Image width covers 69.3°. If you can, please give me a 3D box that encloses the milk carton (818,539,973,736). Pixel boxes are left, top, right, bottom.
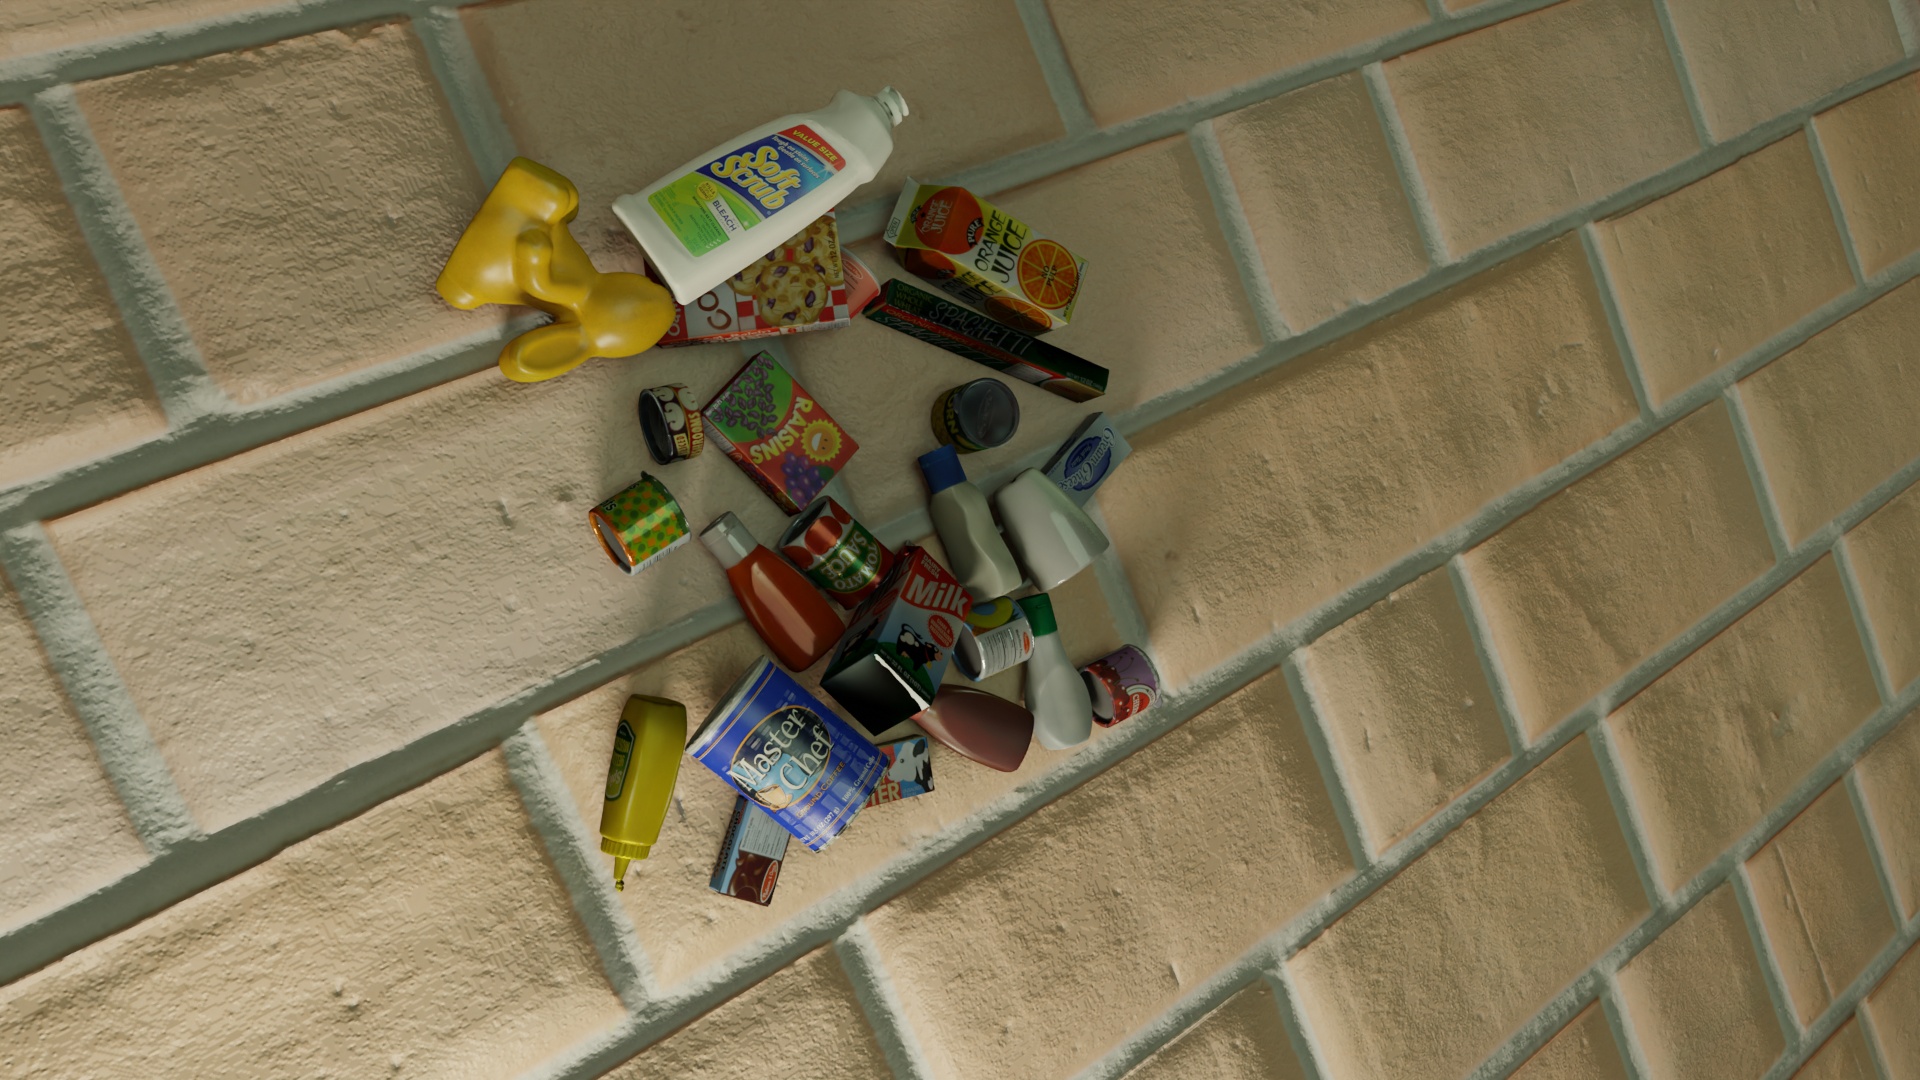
[{"bbox_3d":[-0.049,0.075,1.231,0.072,0.073,0.191,46,35,-16],"label":"milk carton"}]

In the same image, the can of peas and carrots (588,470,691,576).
[{"bbox_3d":[-0.268,-0.014,1.153,0.059,0.071,0.071,-35,102,-25],"label":"can of peas and carrots"}]

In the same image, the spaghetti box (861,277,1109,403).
[{"bbox_3d":[0.028,-0.189,1.334,0.250,0.050,0.029,19,75,-25],"label":"spaghetti box"}]

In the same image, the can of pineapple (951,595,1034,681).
[{"bbox_3d":[0.026,0.091,1.299,0.058,0.071,0.071,-21,95,-27],"label":"can of pineapple"}]

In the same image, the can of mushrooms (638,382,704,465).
[{"bbox_3d":[-0.243,-0.097,1.171,0.033,0.071,0.071,-16,93,-29],"label":"can of mushrooms"}]

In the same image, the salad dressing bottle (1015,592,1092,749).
[{"bbox_3d":[0.086,0.125,1.339,0.064,0.044,0.147,-15,91,-26],"label":"salad dressing bottle"}]

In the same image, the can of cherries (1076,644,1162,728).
[{"bbox_3d":[0.155,0.144,1.357,0.058,0.071,0.071,-22,96,-27],"label":"can of cherries"}]

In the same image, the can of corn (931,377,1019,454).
[{"bbox_3d":[0.011,-0.118,1.313,0.071,0.058,0.071,3,85,-28],"label":"can of corn"}]

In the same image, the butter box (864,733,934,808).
[{"bbox_3d":[-0.076,0.212,1.255,0.104,0.024,0.053,-10,89,-28],"label":"butter box"}]

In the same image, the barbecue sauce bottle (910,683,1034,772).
[{"bbox_3d":[-0.005,0.162,1.287,0.148,0.043,0.065,26,73,-23],"label":"barbecue sauce bottle"}]

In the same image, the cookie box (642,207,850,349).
[{"bbox_3d":[-0.186,-0.237,1.198,0.168,0.040,0.123,-8,88,-5],"label":"cookie box"}]

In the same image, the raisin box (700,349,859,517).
[{"bbox_3d":[-0.163,-0.094,1.231,0.123,0.040,0.086,46,66,-16],"label":"raisin box"}]

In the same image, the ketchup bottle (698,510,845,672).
[{"bbox_3d":[-0.167,0.042,1.212,0.065,0.043,0.148,-44,105,-26],"label":"ketchup bottle"}]

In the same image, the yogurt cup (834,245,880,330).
[{"bbox_3d":[-0.114,-0.228,1.256,0.072,0.072,0.054,42,77,-18],"label":"yogurt cup"}]

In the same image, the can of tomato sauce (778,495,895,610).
[{"bbox_3d":[-0.109,0.011,1.231,0.083,0.071,0.071,44,68,-17],"label":"can of tomato sauce"}]

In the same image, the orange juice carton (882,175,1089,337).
[{"bbox_3d":[0.019,-0.272,1.324,0.192,0.073,0.072,25,75,-23],"label":"orange juice carton"}]

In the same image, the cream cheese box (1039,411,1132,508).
[{"bbox_3d":[0.122,-0.075,1.387,0.053,0.024,0.104,49,66,-17],"label":"cream cheese box"}]

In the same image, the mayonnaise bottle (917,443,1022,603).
[{"bbox_3d":[0.005,-0.016,1.300,0.041,0.064,0.148,-24,93,-38],"label":"mayonnaise bottle"}]

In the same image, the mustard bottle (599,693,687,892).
[{"bbox_3d":[-0.264,0.208,1.136,0.049,0.065,0.160,15,82,-30],"label":"mustard bottle"}]

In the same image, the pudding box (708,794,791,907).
[{"bbox_3d":[-0.178,0.266,1.193,0.049,0.030,0.084,22,76,-25],"label":"pudding box"}]
